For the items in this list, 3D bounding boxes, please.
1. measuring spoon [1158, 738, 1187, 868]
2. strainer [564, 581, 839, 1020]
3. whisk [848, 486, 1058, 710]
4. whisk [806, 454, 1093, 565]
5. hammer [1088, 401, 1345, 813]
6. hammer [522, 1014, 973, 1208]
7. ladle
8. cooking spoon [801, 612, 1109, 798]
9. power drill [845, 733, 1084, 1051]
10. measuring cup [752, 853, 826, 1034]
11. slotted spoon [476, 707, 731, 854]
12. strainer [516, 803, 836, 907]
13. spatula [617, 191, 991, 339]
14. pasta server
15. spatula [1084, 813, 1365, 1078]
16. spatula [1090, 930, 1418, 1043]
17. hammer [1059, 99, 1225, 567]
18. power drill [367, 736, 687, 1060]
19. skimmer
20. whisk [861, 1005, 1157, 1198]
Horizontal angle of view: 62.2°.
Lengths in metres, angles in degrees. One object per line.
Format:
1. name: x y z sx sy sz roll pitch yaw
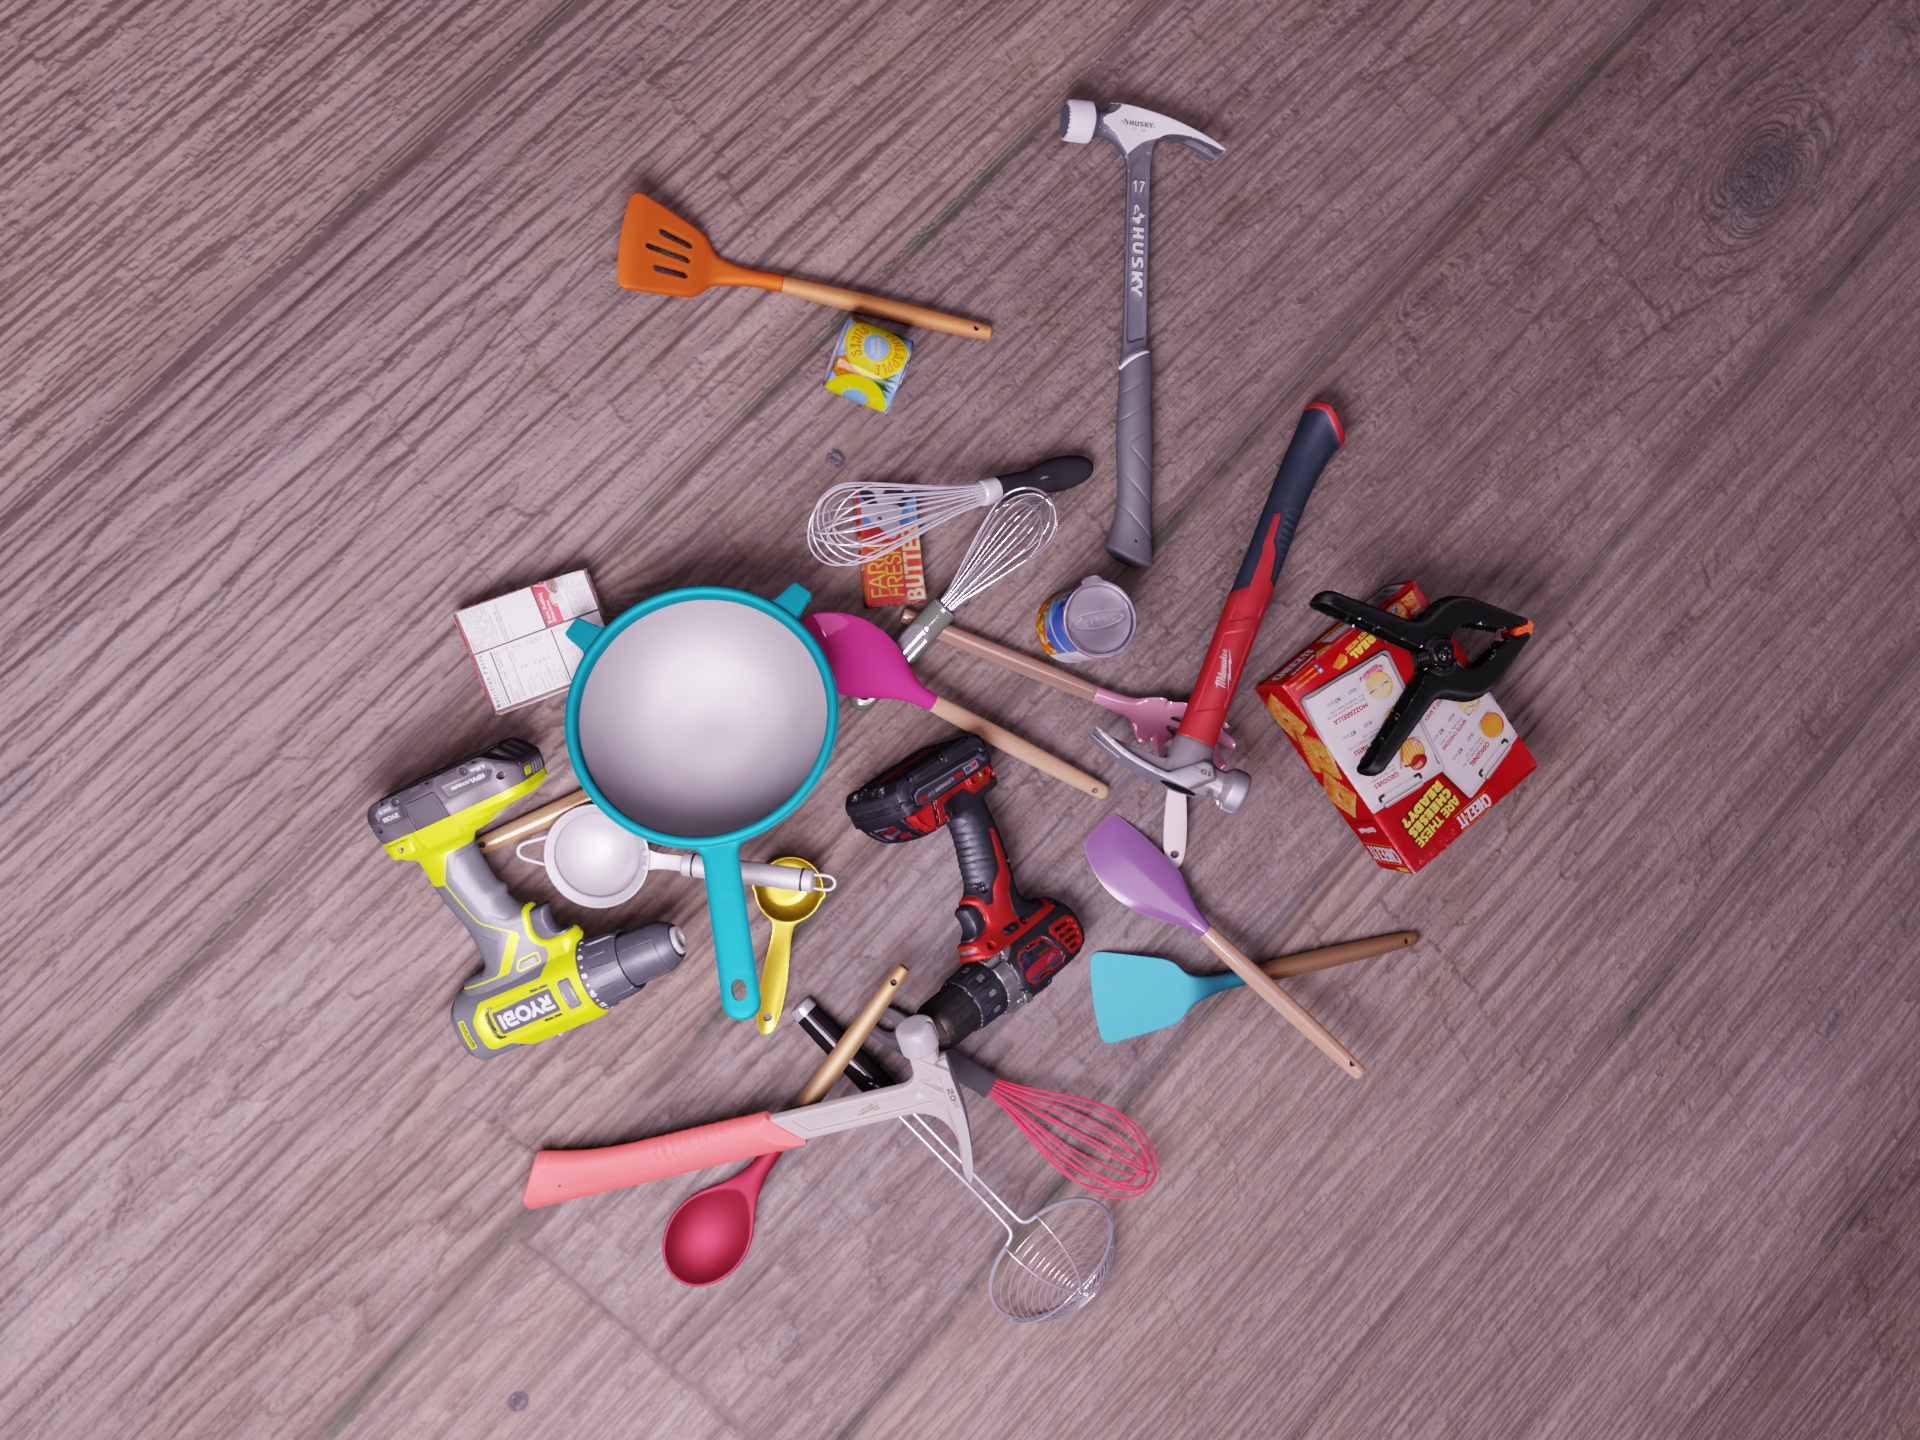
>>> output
1. measuring spoon: 0.192 0.077 1.408 0.034 0.018 0.124 0 109 2
2. strainer: -0.188 0.067 1.245 0.211 0.095 0.340 -10 75 -3
3. whisk: -0.008 -0.101 1.341 0.058 0.059 0.246 43 97 2
4. whisk: -0.003 -0.186 1.345 0.284 0.070 0.070 -18 94 -28
5. hammer: 0.243 -0.119 1.402 0.143 0.038 0.386 24 74 -3
6. hammer: -0.173 0.342 1.275 0.359 0.037 0.149 -15 112 4
7. ladle: -0.139 0.331 1.316 0.069 0.031 0.315 36 90 1
8. cooking spoon: -0.002 -0.004 1.355 0.318 0.017 0.068 28 107 -21
9. power drill: -0.007 0.146 1.319 0.188 0.080 0.226 -33 100 -38
10. measuring cup: -0.154 0.187 1.342 0.062 0.029 0.156 8 99 -14
11. slotted spoon: -0.259 0.041 1.312 0.314 0.031 0.070 -25 88 -11
12. strainer: -0.226 0.116 1.282 0.258 0.050 0.087 7 101 7
13. spatula: -0.126 -0.365 1.341 0.322 0.041 0.081 10 86 -15
14. pasta server: 0.094 -0.031 1.394 0.316 0.040 0.060 22 107 -11
15. spatula: 0.234 0.206 1.406 0.316 0.018 0.060 42 77 4
16. spatula: 0.273 0.225 1.444 0.317 0.044 0.082 -9 91 -18
17. hammer: 0.159 -0.340 1.415 0.149 0.036 0.409 1 90 -15
18. power drill: -0.337 0.135 1.238 0.190 0.080 0.228 -23 99 9
19. skimmer: -0.012 0.372 1.369 0.127 0.090 0.363 -45 89 -6
20. whisk: 0.042 0.323 1.370 0.296 0.073 0.073 31 82 -5
